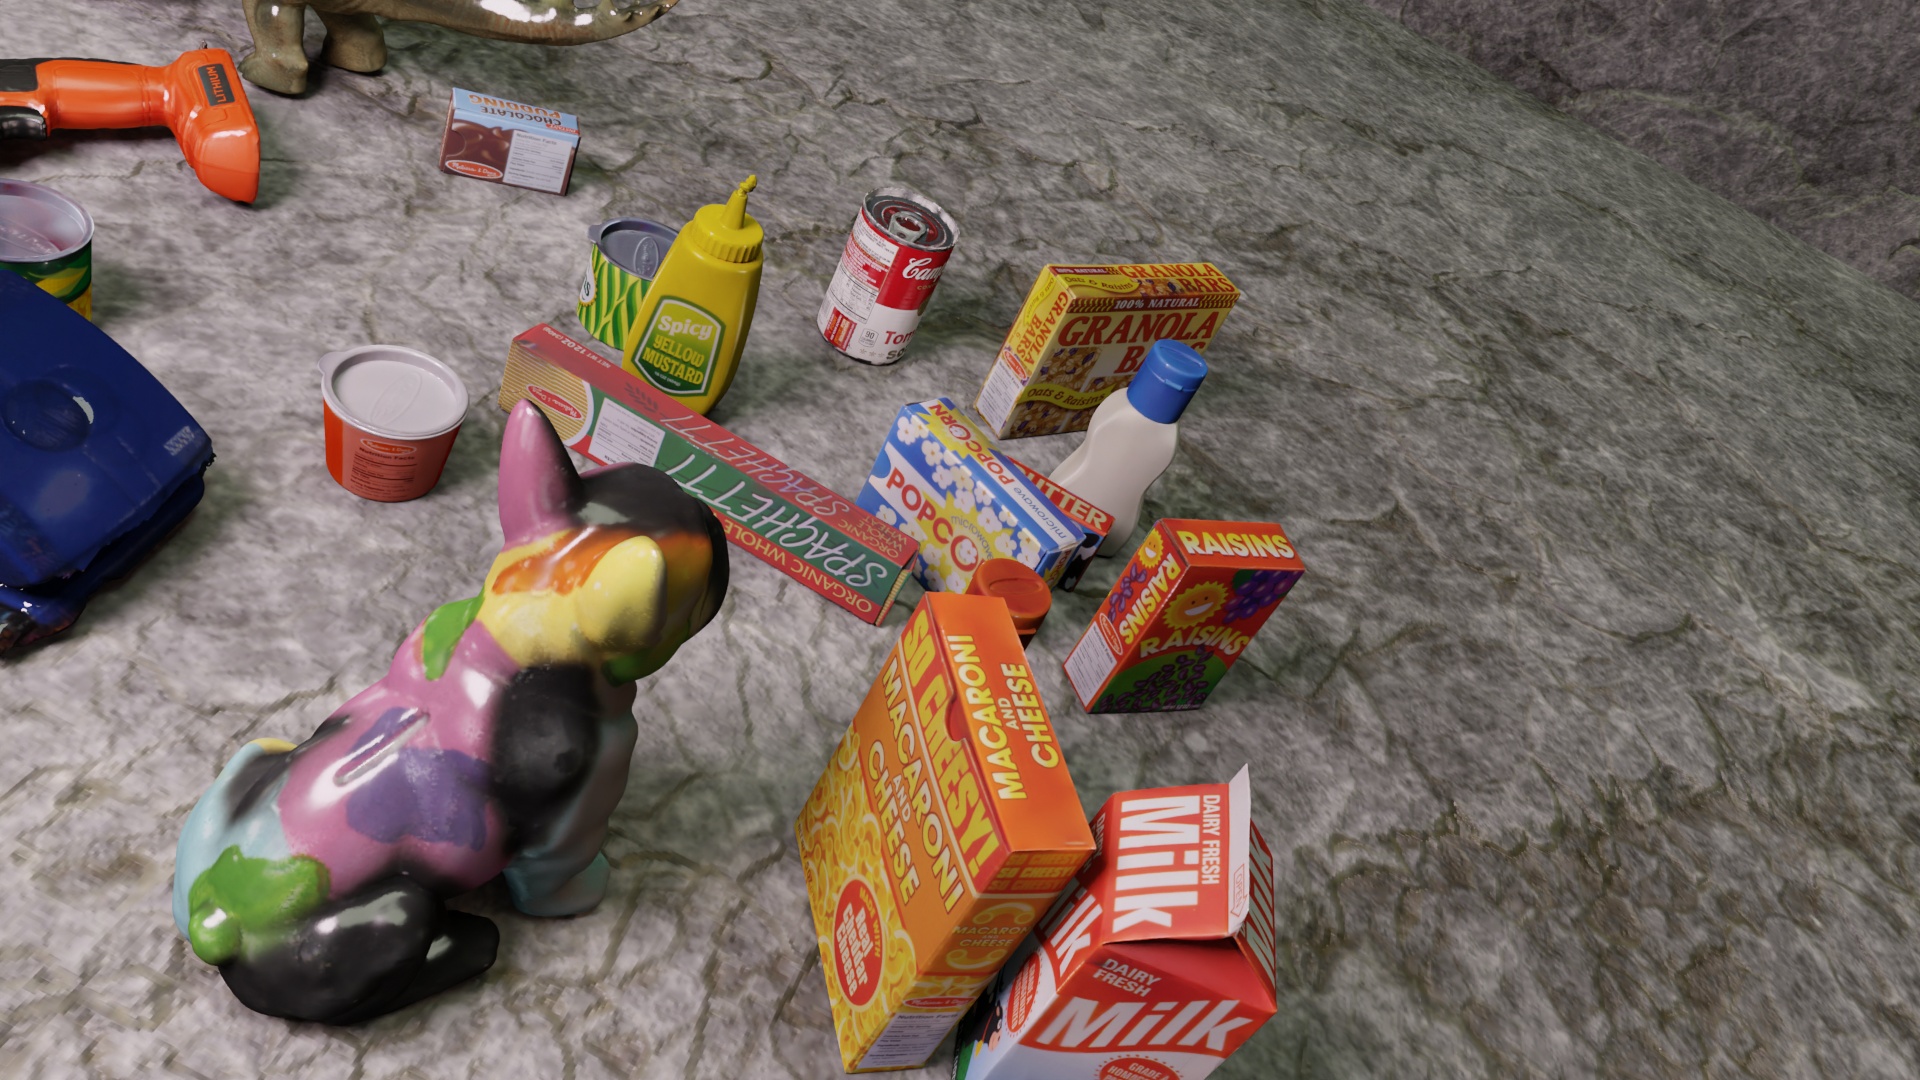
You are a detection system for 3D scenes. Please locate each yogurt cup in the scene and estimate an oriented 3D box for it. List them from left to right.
[{"bbox_3d":[-0.286,-0.056,0.696,0.072,0.053,0.073,17,39,-14],"label":"yogurt cup"}]

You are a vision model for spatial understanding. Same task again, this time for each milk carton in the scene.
[{"bbox_3d":[0.066,0.169,0.546,0.073,0.189,0.073,23,38,-8],"label":"milk carton"}]

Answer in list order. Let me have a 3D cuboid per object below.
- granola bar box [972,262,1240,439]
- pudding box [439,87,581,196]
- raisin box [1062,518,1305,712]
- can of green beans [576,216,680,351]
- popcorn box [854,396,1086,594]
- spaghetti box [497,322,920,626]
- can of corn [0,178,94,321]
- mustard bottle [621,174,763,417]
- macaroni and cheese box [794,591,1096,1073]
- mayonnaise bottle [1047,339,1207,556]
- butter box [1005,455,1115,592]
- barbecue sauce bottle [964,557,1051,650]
[{"bbox_3d":[0.102,-0.135,0.972,0.166,0.123,0.039,-9,51,-39],"label":"granola bar box"},{"bbox_3d":[-0.302,-0.266,0.931,0.084,0.049,0.030,5,43,-27],"label":"pudding box"},{"bbox_3d":[0.124,0.043,0.782,0.086,0.122,0.040,3,44,-30],"label":"raisin box"},{"bbox_3d":[-0.200,-0.158,0.863,0.071,0.057,0.071,17,39,-14],"label":"can of green beans"},{"bbox_3d":[0.003,-0.010,0.798,0.038,0.084,0.127,-20,58,-45],"label":"popcorn box"},{"bbox_3d":[-0.139,-0.036,0.768,0.250,0.050,0.029,30,37,2],"label":"spaghetti box"},{"bbox_3d":[-0.458,-0.130,0.669,0.071,0.058,0.071,17,39,-14],"label":"can of corn"},{"bbox_3d":[-0.147,-0.140,0.793,0.065,0.159,0.049,23,38,-7],"label":"mustard bottle"},{"bbox_3d":[-0.015,0.121,0.569,0.040,0.165,0.124,6,43,-27],"label":"macaroni and cheese box"},{"bbox_3d":[0.103,-0.057,0.864,0.065,0.147,0.041,23,38,-7],"label":"mayonnaise bottle"},{"bbox_3d":[0.038,-0.016,0.853,0.103,0.052,0.024,30,37,2],"label":"butter box"},{"bbox_3d":[-0.004,0.071,0.649,0.065,0.147,0.044,-1,46,-33],"label":"barbecue sauce bottle"}]
